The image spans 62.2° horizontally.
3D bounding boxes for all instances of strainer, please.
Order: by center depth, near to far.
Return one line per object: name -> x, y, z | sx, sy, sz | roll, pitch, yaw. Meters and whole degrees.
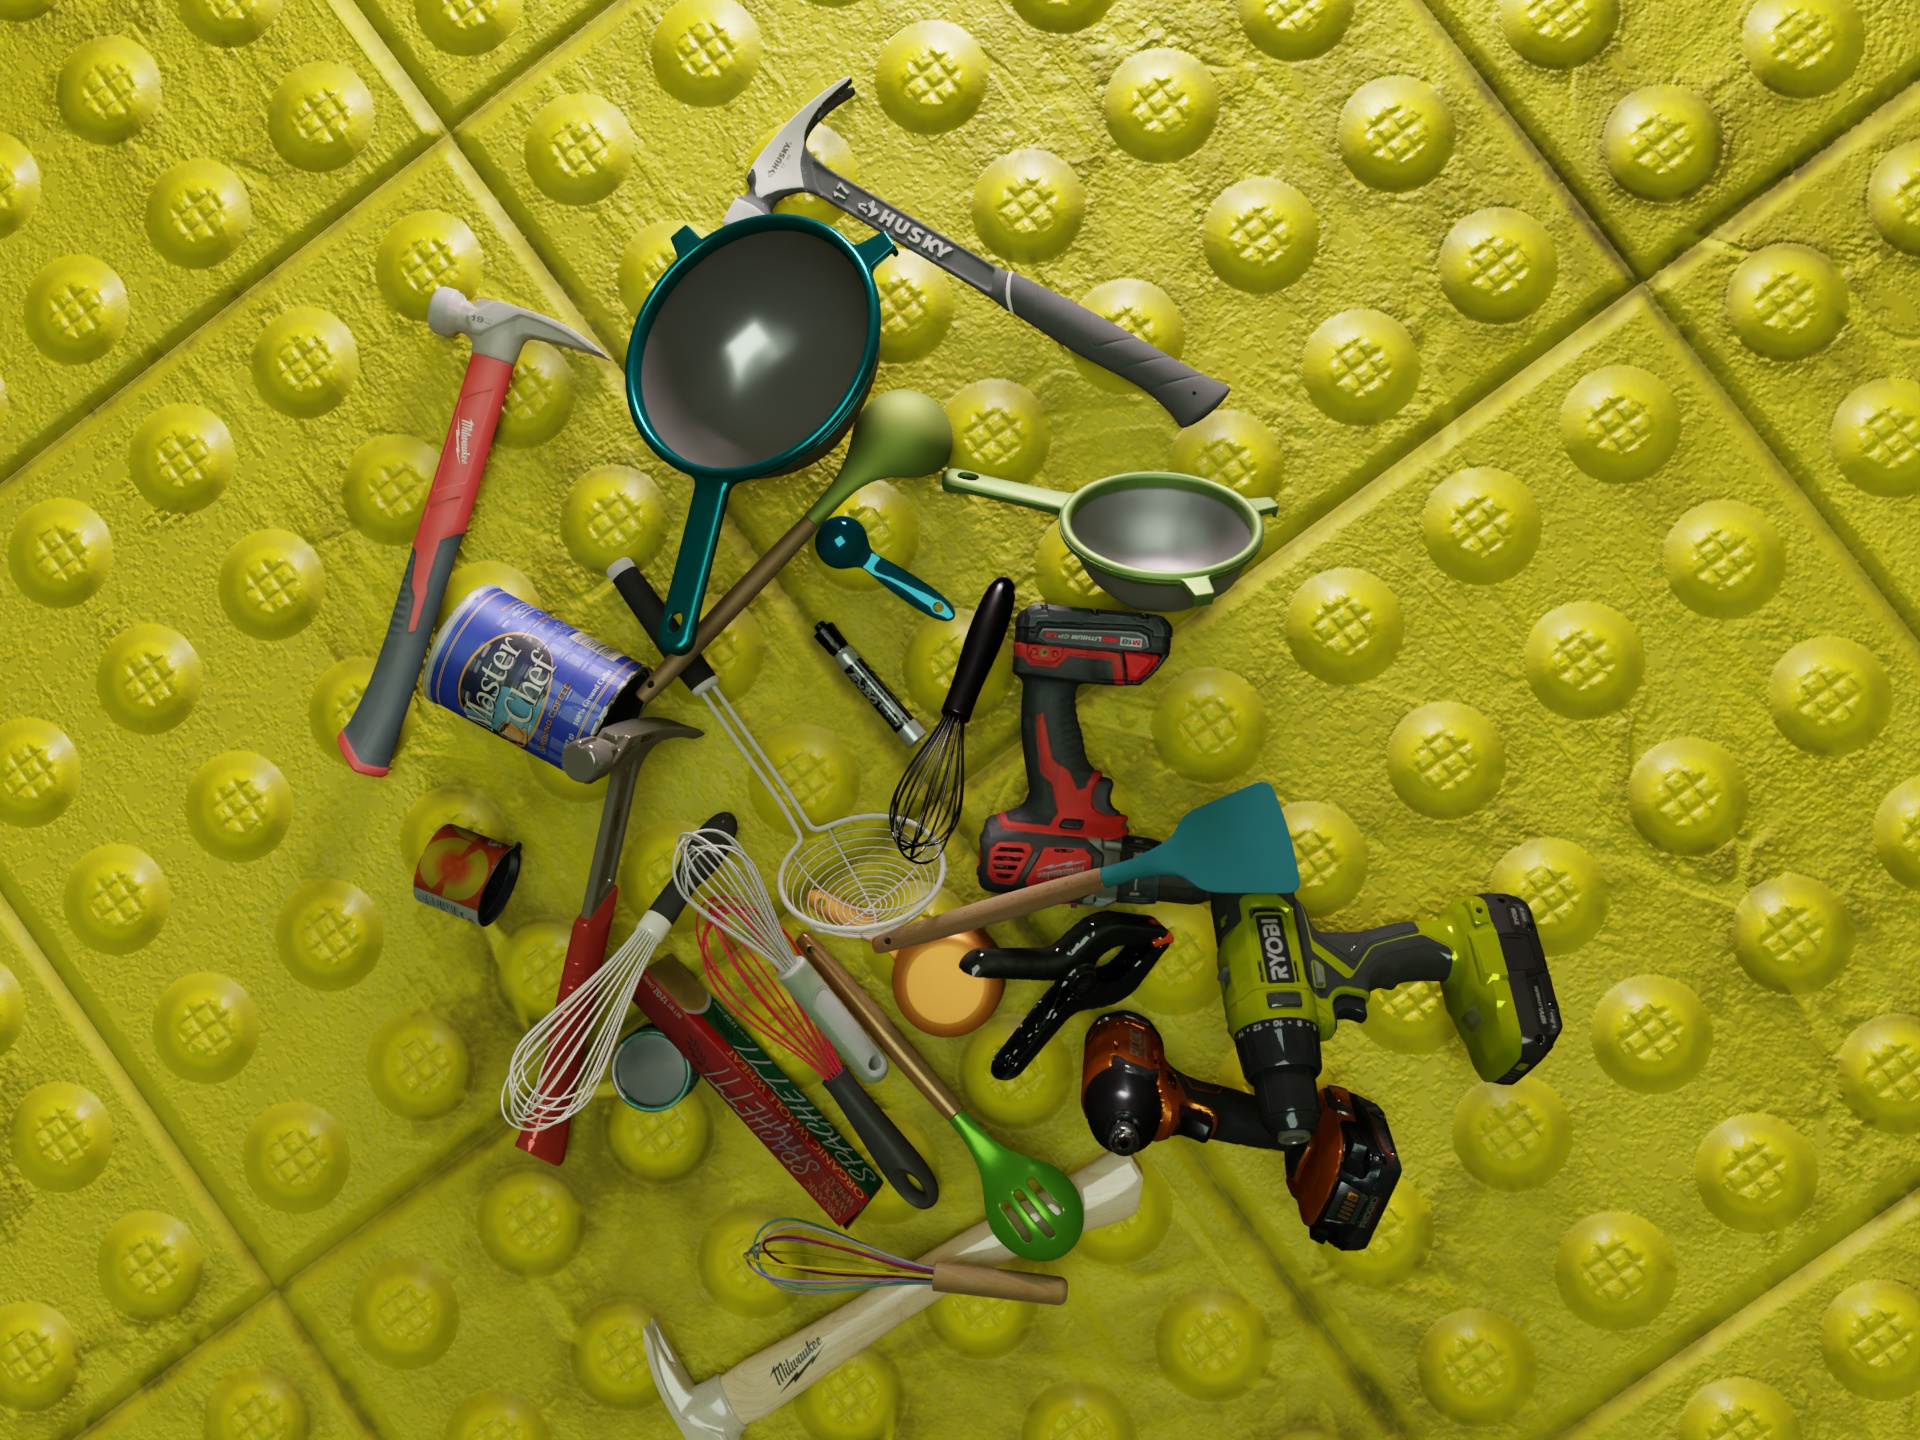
strainer -> -0.155, -0.204, 1.194 | 0.211, 0.095, 0.340 | 9, 81, 24
strainer -> 0.101, -0.135, 1.204 | 0.256, 0.151, 0.069 | 17, 131, 23

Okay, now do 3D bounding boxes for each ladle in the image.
ladle -> -0.129, -0.129, 1.216 | 0.078, 0.062, 0.320 | 44, 89, 14

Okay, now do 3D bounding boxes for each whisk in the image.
whisk -> -0.129, 0.176, 1.173 | 0.246, 0.059, 0.058 | 54, 56, -16
whisk -> -0.247, 0.180, 1.185 | 0.070, 0.070, 0.285 | 29, 61, 4
whisk -> -0.042, 0.412, 1.194 | 0.245, 0.047, 0.051 | 7, 52, 0
whisk -> -0.001, -0.003, 1.198 | 0.055, 0.055, 0.239 | 19, 71, 4
whisk -> -0.109, 0.257, 1.226 | 0.073, 0.073, 0.296 | -36, 93, 3

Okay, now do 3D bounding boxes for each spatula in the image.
spatula -> 0.083, 0.125, 1.161 | 0.317, 0.044, 0.082 | -18, 76, 16

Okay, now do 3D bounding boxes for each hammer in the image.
hammer -> -0.282, 0.173, 1.224 | 0.037, 0.149, 0.359 | 18, 103, 19
hammer -> -0.046, 0.435, 1.229 | 0.410, 0.038, 0.146 | -31, 86, 3
hammer -> 0.025, -0.345, 1.230 | 0.409, 0.036, 0.149 | 31, 91, 3
hammer -> -0.399, -0.138, 1.258 | 0.143, 0.038, 0.386 | 17, 91, 3

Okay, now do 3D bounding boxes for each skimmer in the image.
skimmer -> -0.152, 0.011, 1.213 | 0.127, 0.090, 0.363 | -33, 84, -29

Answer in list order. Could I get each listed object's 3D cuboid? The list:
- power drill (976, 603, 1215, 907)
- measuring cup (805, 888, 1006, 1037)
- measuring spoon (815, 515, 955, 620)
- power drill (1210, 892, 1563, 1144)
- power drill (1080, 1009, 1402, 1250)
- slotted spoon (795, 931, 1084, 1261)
power drill -> 0.114, 0.031, 1.201 | 0.188, 0.080, 0.226 | 6, 93, 4
measuring cup -> -0.046, 0.178, 1.221 | 0.173, 0.052, 0.095 | 29, 92, 2
measuring spoon -> -0.059, -0.116, 1.239 | 0.128, 0.021, 0.042 | 34, 92, 5
power drill -> 0.299, 0.204, 1.135 | 0.228, 0.080, 0.191 | 0, 57, -8
power drill -> 0.194, 0.297, 1.148 | 0.226, 0.164, 0.084 | 21, 104, 2
slotted spoon -> -0.022, 0.283, 1.215 | 0.070, 0.031, 0.314 | -42, 78, -2
